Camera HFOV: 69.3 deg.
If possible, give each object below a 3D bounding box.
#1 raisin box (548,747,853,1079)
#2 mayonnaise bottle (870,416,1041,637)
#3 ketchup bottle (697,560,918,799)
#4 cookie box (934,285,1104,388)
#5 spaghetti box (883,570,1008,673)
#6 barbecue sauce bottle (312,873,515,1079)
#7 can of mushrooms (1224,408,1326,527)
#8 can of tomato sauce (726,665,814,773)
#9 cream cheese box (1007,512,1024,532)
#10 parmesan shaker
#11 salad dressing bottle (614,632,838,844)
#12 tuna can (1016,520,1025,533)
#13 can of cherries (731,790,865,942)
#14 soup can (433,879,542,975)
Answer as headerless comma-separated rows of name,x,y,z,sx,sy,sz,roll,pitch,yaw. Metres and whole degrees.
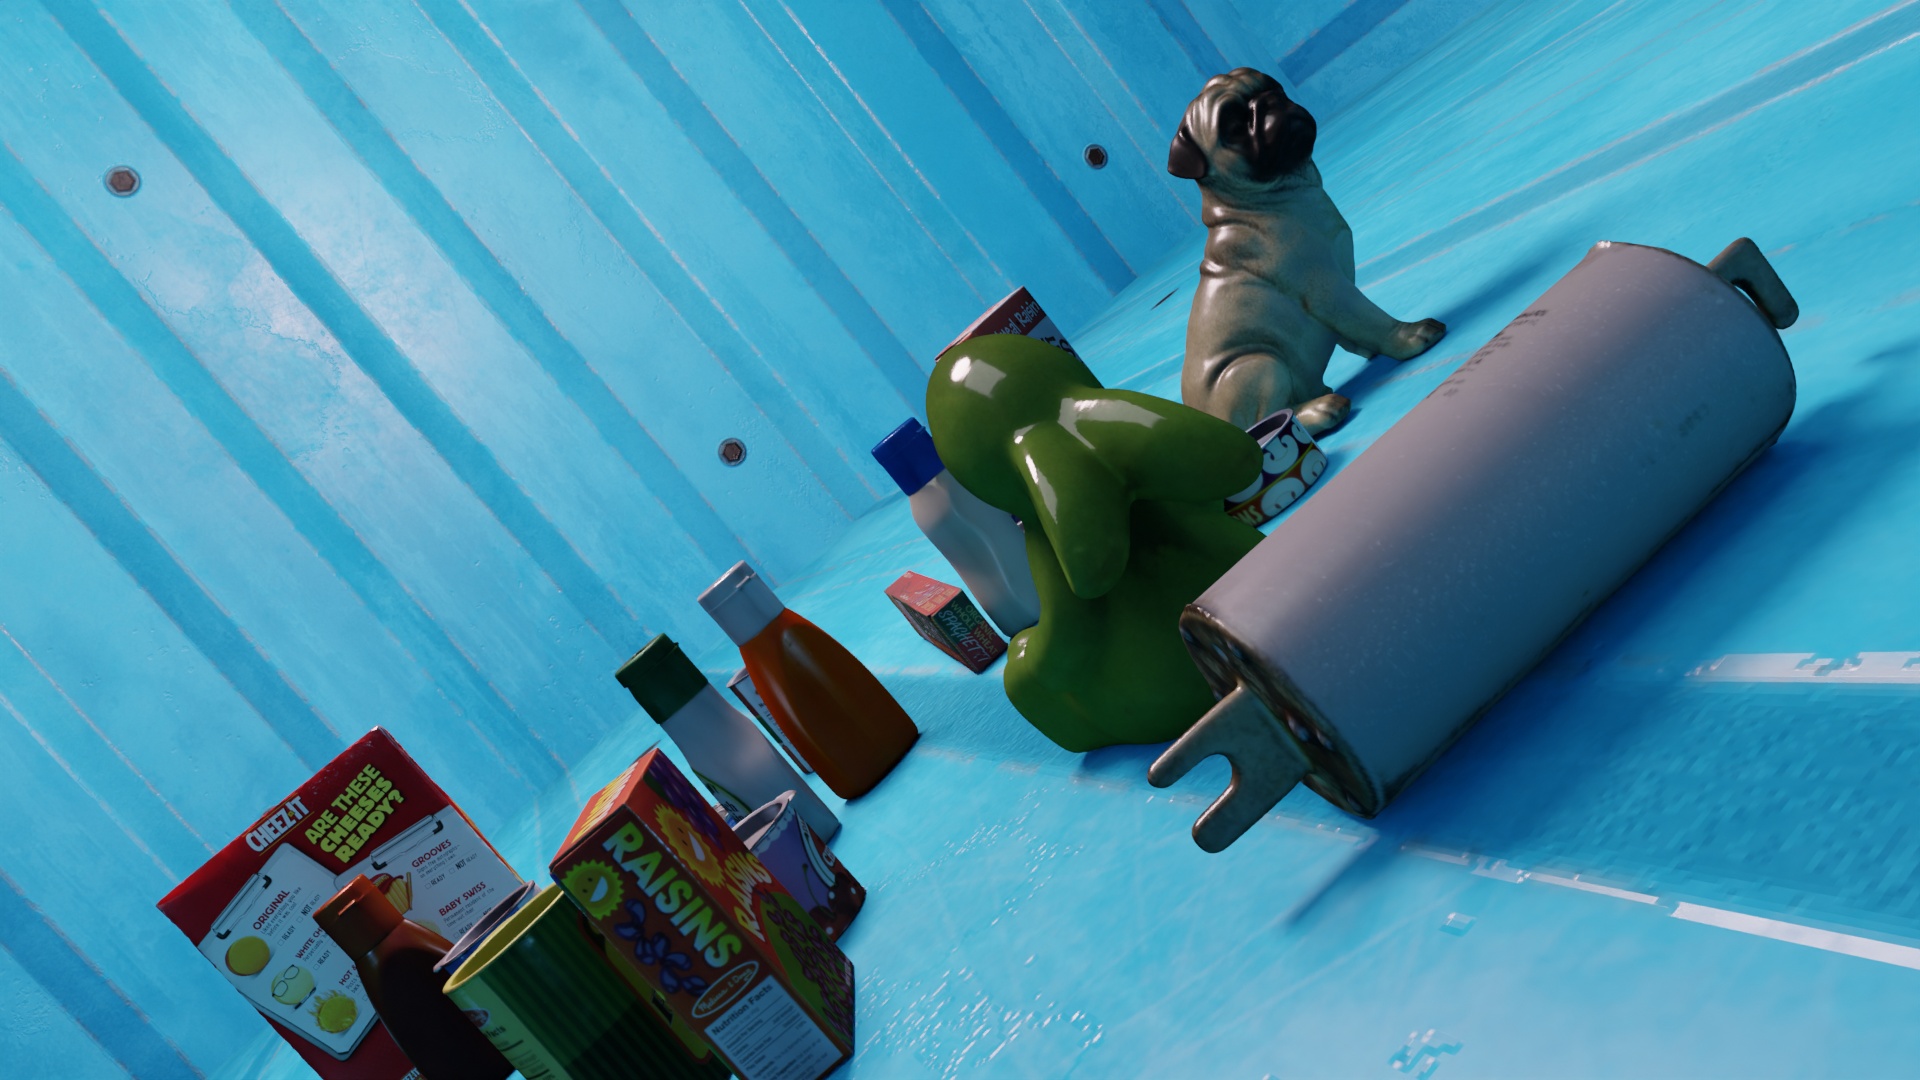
raisin box,-0.095,0.144,0.527,0.040,0.123,0.086,-40,7,1
mayonnaise bottle,0.003,-0.011,0.884,0.041,0.148,0.065,-36,8,30
ketchup bottle,-0.093,0.078,0.817,0.065,0.148,0.043,-45,9,-38
cookie box,0.065,-0.091,0.982,0.040,0.167,0.123,-36,8,29
spaghetti box,-0.015,0.053,0.974,0.029,0.050,0.250,-40,7,-7
barbecue sauce bottle,-0.325,0.267,0.836,0.065,0.148,0.043,-43,7,-23
can of mushrooms,0.154,-0.034,0.724,0.071,0.033,0.071,-39,7,6
can of tomato sauce,-0.111,0.111,0.976,0.071,0.083,0.071,-39,7,6
cream cheese box,0.064,-0.027,1.054,0.104,0.053,0.024,-40,7,-7
parmesan shaker,-0.151,0.197,0.569,0.071,0.103,0.071,-39,7,6
salad dressing bottle,-0.131,0.118,0.775,0.044,0.147,0.064,-42,7,-20
tuna can,0.038,0.016,1.007,0.071,0.033,0.071,-39,7,6
can of cherries,-0.085,0.160,0.639,0.071,0.058,0.071,-39,7,6
soup can,-0.247,0.251,0.799,0.071,0.083,0.071,-39,7,6
